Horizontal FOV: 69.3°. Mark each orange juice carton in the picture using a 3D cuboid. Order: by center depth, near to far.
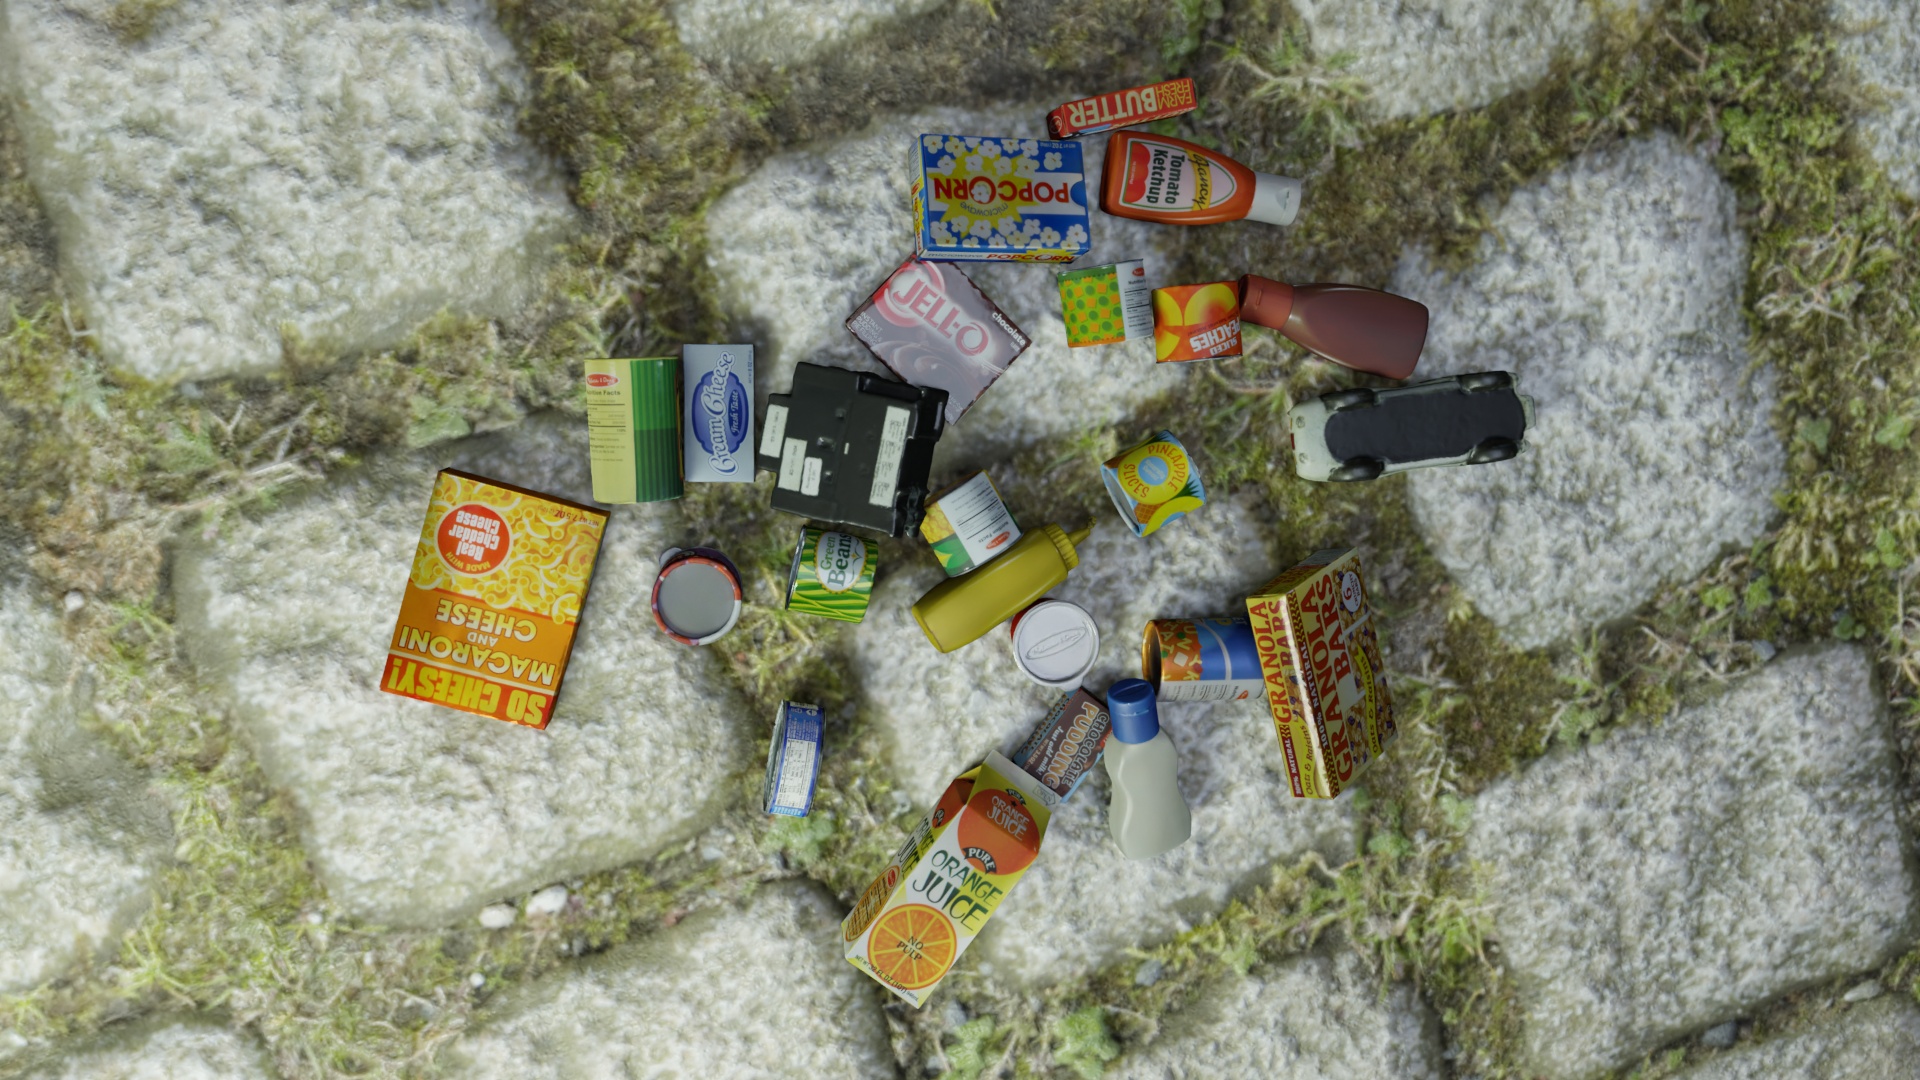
[{"bbox_3d":[-0.006,0.257,1.081,0.072,0.073,0.192,38,90,-10],"label":"orange juice carton"}]

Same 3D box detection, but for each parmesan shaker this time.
[{"bbox_3d":[-0.239,-0.082,1.012,0.071,0.071,0.103,-3,98,-8],"label":"parmesan shaker"}]

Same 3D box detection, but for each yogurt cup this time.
[{"bbox_3d":[0.070,0.075,1.079,0.072,0.054,0.072,-1,97,-8],"label":"yogurt cup"}]

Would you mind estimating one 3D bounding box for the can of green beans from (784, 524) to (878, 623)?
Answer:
[{"bbox_3d":[-0.097,0.026,1.043,0.058,0.071,0.071,12,96,-10],"label":"can of green beans"}]

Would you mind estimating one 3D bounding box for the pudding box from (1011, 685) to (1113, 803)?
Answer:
[{"bbox_3d":[0.087,0.161,1.104,0.049,0.030,0.083,38,91,-12],"label":"pudding box"}]

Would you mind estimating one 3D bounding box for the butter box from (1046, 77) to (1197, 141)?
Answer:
[{"bbox_3d":[0.120,-0.321,1.038,0.103,0.053,0.024,-14,101,-6],"label":"butter box"}]

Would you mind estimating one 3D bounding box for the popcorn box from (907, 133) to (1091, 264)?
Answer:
[{"bbox_3d":[0.028,-0.250,1.021,0.127,0.038,0.085,-3,82,-18],"label":"popcorn box"}]

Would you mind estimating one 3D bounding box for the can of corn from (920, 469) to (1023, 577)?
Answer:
[{"bbox_3d":[0.004,-0.013,1.054,0.071,0.071,0.058,-31,97,-3],"label":"can of corn"}]

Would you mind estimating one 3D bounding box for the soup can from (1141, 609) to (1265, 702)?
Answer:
[{"bbox_3d":[0.190,0.091,1.094,0.084,0.071,0.071,-1,97,-8],"label":"soup can"}]

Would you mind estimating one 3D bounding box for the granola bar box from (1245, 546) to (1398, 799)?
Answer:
[{"bbox_3d":[0.284,0.101,1.087,0.125,0.039,0.165,-24,103,-46],"label":"granola bar box"}]

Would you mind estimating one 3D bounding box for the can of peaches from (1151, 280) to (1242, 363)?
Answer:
[{"bbox_3d":[0.181,-0.166,1.057,0.071,0.071,0.058,-6,97,-7],"label":"can of peaches"}]

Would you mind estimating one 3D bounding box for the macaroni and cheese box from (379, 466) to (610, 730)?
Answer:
[{"bbox_3d":[-0.341,0.043,1.024,0.124,0.040,0.166,16,94,-10],"label":"macaroni and cheese box"}]

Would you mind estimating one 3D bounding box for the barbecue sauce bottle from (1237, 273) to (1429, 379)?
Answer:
[{"bbox_3d":[0.287,-0.173,1.085,0.149,0.044,0.064,13,95,-9],"label":"barbecue sauce bottle"}]

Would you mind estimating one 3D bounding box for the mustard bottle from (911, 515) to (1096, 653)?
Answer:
[{"bbox_3d":[0.041,0.028,1.066,0.160,0.065,0.048,-31,100,-7],"label":"mustard bottle"}]

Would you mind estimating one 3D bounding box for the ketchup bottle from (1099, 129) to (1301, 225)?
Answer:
[{"bbox_3d":[0.183,-0.270,1.058,0.149,0.043,0.064,7,98,-9],"label":"ketchup bottle"}]

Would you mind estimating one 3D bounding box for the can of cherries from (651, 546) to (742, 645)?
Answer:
[{"bbox_3d":[-0.198,0.039,1.034,0.071,0.058,0.071,-1,98,-8],"label":"can of cherries"}]

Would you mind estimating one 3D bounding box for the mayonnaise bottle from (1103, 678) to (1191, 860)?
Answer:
[{"bbox_3d":[0.143,0.179,1.089,0.065,0.041,0.147,-18,116,-13],"label":"mayonnaise bottle"}]

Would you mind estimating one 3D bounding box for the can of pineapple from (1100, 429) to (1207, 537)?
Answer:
[{"bbox_3d":[0.148,-0.044,1.068,0.058,0.071,0.071,-28,100,-4],"label":"can of pineapple"}]

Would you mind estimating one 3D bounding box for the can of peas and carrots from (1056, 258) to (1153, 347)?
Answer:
[{"bbox_3d":[0.107,-0.179,1.049,0.071,0.071,0.058,-11,99,-7],"label":"can of peas and carrots"}]

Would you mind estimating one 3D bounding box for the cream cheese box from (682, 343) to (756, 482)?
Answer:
[{"bbox_3d":[-0.180,-0.095,1.038,0.053,0.024,0.103,-1,97,-7],"label":"cream cheese box"}]
